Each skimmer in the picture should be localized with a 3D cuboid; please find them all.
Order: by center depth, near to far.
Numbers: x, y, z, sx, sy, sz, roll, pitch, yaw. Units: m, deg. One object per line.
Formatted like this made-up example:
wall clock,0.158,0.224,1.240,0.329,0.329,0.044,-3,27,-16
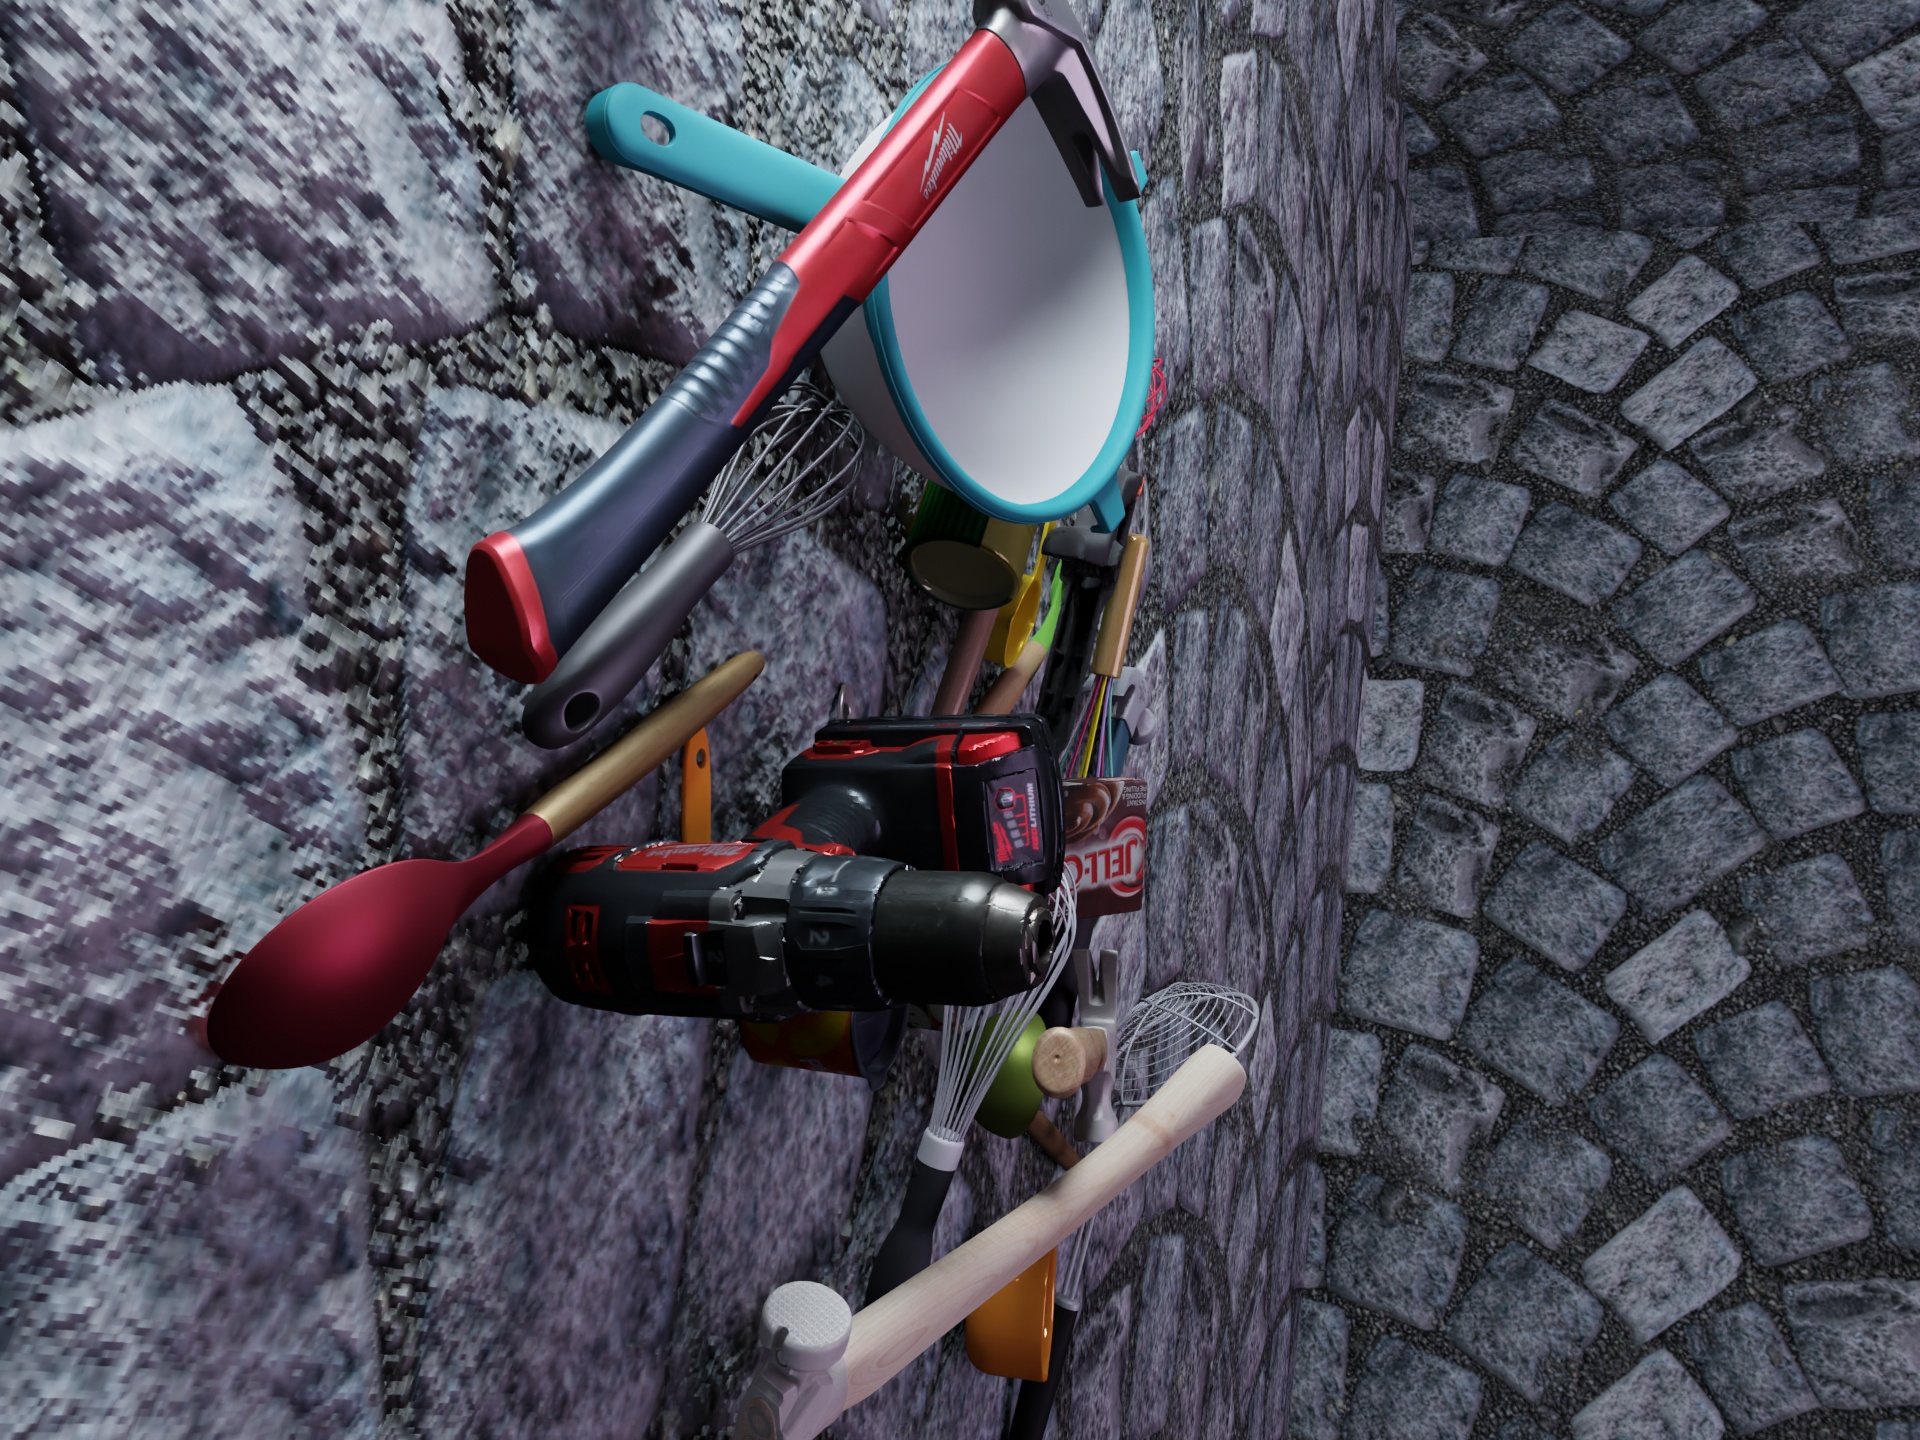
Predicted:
skimmer,0.118,0.359,1.131,0.127,0.090,0.363,0,-107,69

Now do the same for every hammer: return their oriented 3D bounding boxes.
hammer,-0.048,-0.153,0.609,0.386,0.038,0.143,-57,131,-28
hammer,0.036,0.273,0.833,0.410,0.038,0.146,-18,128,-50
hammer,0.073,0.199,0.960,0.331,0.031,0.130,52,39,-76
hammer,0.095,0.104,1.173,0.128,0.033,0.331,63,36,-54

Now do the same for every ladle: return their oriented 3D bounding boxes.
ladle,-0.136,0.029,0.552,0.069,0.031,0.315,-61,175,27
ladle,0.060,0.270,1.077,0.319,0.062,0.078,61,30,-59

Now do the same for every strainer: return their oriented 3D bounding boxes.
strainer,-0.043,-0.202,0.711,0.340,0.095,0.211,6,87,-49

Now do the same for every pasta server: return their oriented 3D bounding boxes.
pasta server,-0.001,-0.003,0.861,0.060,0.040,0.316,47,54,-47

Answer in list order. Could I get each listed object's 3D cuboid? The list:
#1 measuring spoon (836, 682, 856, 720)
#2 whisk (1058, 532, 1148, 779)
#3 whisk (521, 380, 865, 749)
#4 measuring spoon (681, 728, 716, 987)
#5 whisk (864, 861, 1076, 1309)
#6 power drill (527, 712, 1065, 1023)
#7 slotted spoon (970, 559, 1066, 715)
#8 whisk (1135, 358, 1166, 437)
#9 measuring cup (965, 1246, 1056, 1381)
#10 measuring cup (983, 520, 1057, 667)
measuring spoon,-0.064,0.041,0.778,0.034,0.018,0.124,42,48,-64
whisk,0.097,-0.010,1.104,0.047,0.051,0.245,12,90,-61
whisk,-0.099,-0.065,0.623,0.239,0.055,0.055,-58,145,-44
measuring spoon,-0.106,0.059,0.663,0.021,0.011,0.117,-21,112,-68
whisk,-0.001,0.198,0.850,0.070,0.070,0.284,4,105,-69
power drill,-0.028,0.056,0.611,0.226,0.188,0.080,-26,112,-64
slotted spoon,0.039,-0.034,1.013,0.314,0.031,0.070,-54,146,-52
whisk,0.065,-0.181,1.021,0.296,0.073,0.073,-50,139,-48
measuring cup,0.036,0.363,1.045,0.173,0.052,0.095,-45,137,-81
measuring cup,0.039,-0.110,0.949,0.062,0.029,0.156,-11,117,-74
